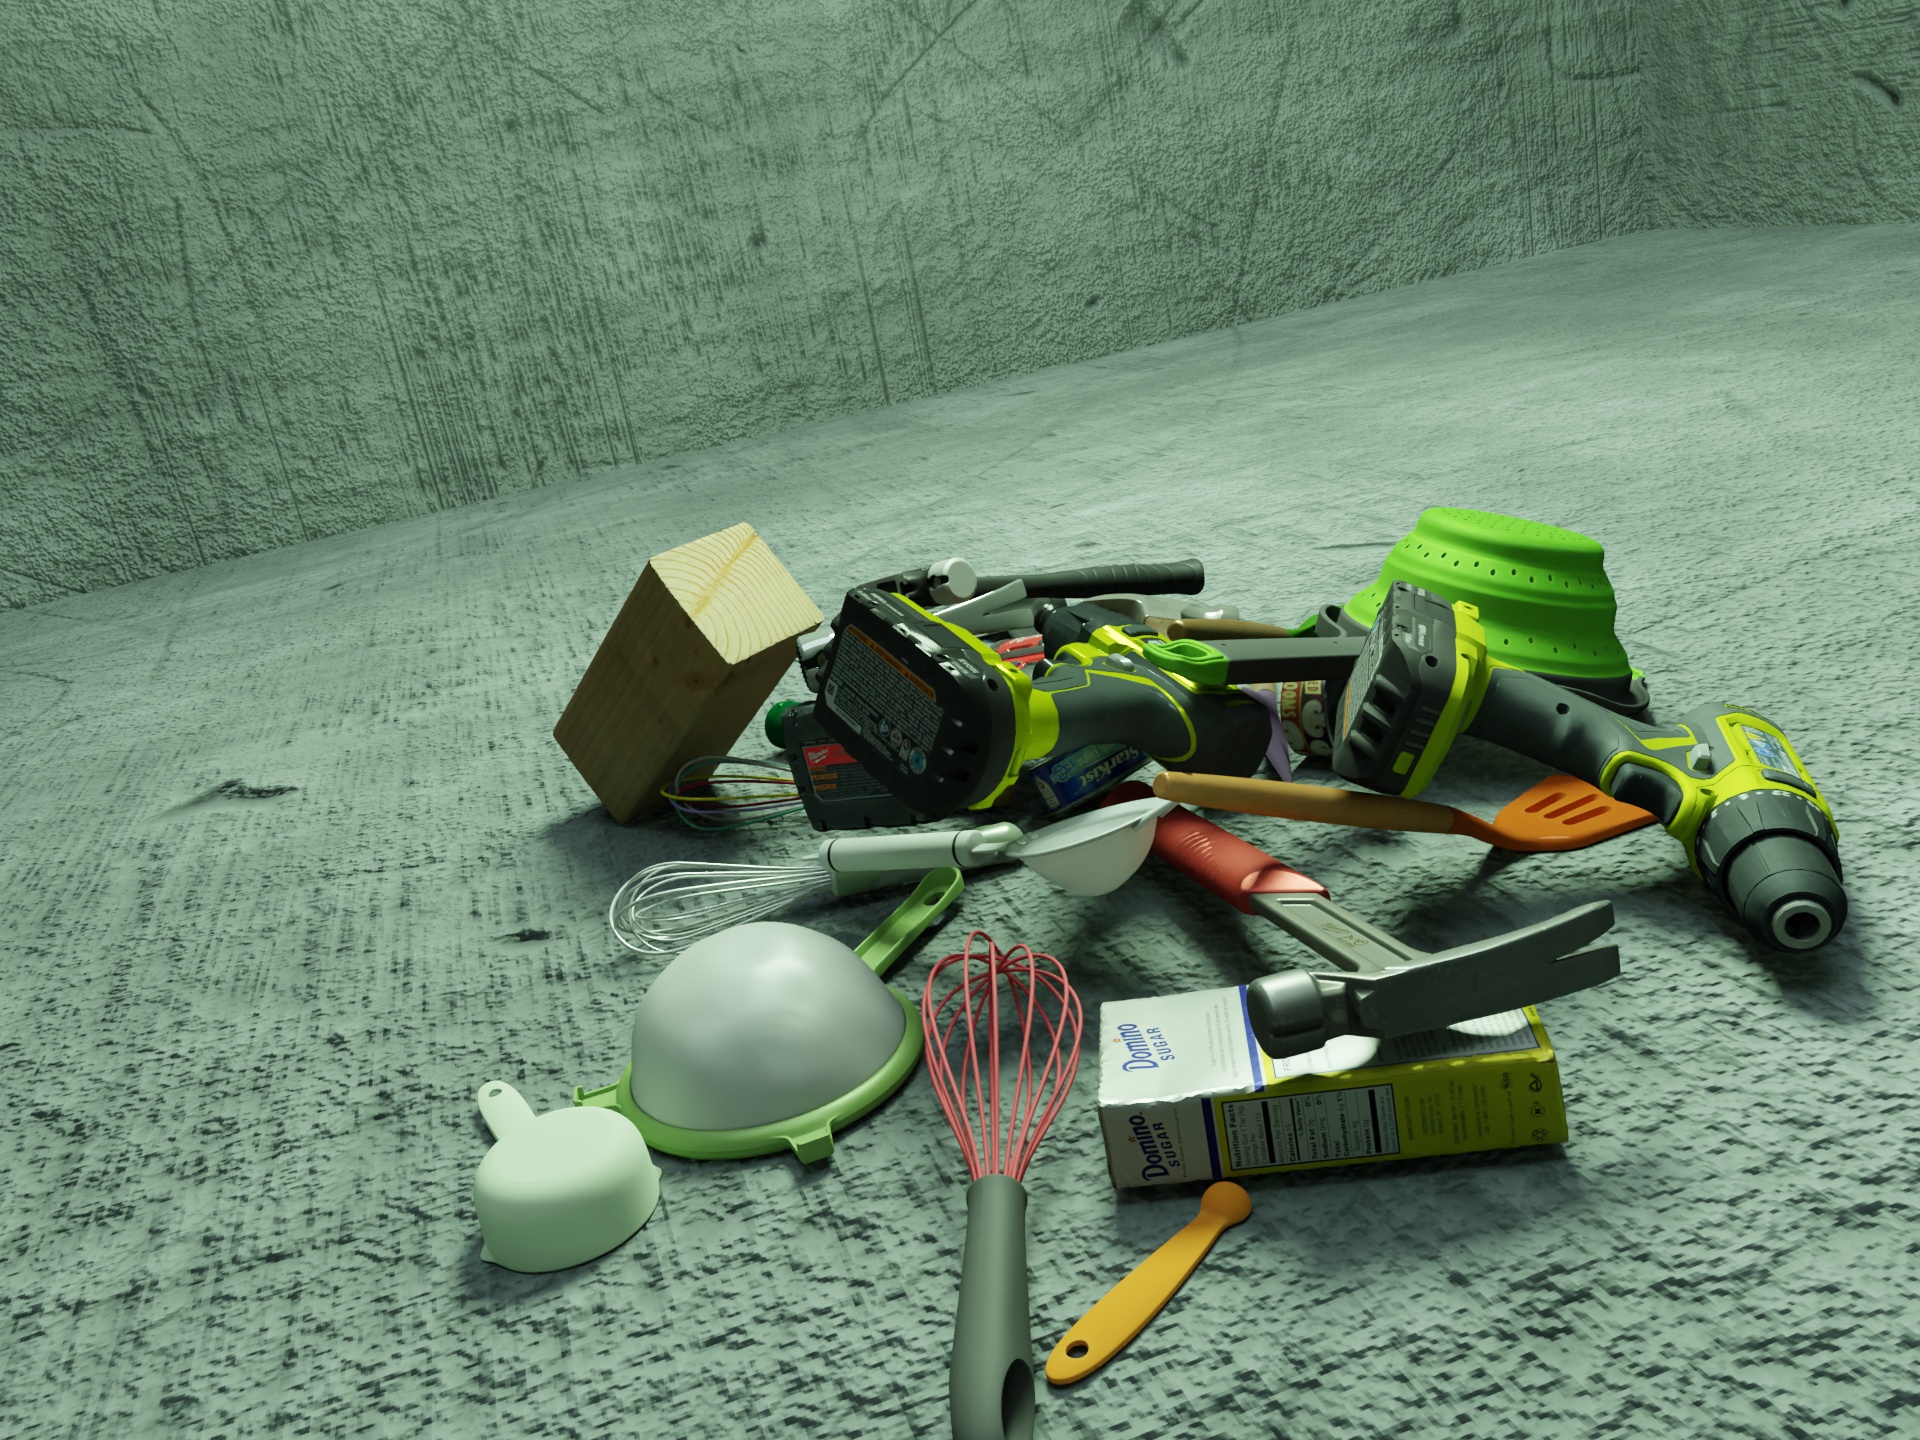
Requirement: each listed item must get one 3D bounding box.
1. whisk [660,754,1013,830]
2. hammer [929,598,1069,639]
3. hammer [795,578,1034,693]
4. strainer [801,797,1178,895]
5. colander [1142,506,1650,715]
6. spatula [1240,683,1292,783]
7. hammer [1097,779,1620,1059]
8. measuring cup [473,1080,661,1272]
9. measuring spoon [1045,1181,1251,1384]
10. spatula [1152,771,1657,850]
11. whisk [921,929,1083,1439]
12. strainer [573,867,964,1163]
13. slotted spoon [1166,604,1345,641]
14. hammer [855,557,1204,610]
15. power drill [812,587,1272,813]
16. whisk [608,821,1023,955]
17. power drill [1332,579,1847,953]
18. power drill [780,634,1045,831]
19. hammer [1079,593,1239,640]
[{"bbox_3d":[-0.086,0.048,1.056,0.245,0.051,0.047,0,-13,16],"label":"whisk"},{"bbox_3d":[0.062,-0.045,1.244,0.127,0.034,0.337,-13,19,-8],"label":"hammer"},{"bbox_3d":[-0.052,-0.052,1.149,0.149,0.036,0.409,-16,2,-8],"label":"hammer"},{"bbox_3d":[0.013,0.068,0.831,0.258,0.050,0.087,-7,9,38],"label":"strainer"},{"bbox_3d":[0.266,-0.073,0.935,0.397,0.094,0.205,-3,21,-37],"label":"colander"},{"bbox_3d":[0.208,-0.023,1.094,0.018,0.059,0.316,-32,9,17],"label":"spatula"},{"bbox_3d":[0.150,0.076,0.770,0.149,0.036,0.359,-12,10,-10],"label":"hammer"},{"bbox_3d":[-0.195,0.187,0.721,0.083,0.038,0.168,-21,24,-27],"label":"measuring cup"},{"bbox_3d":[0.069,0.201,0.579,0.021,0.011,0.117,8,27,43],"label":"measuring spoon"},{"bbox_3d":[0.229,0.039,0.806,0.322,0.041,0.081,8,8,-31],"label":"spatula"},{"bbox_3d":[0.015,0.174,0.622,0.073,0.073,0.296,-9,24,6],"label":"whisk"},{"bbox_3d":[-0.071,0.118,0.803,0.151,0.069,0.256,1,24,32],"label":"strainer"},{"bbox_3d":[0.198,-0.055,1.021,0.070,0.031,0.313,-46,-20,23],"label":"slotted spoon"},{"bbox_3d":[0.070,-0.106,1.262,0.334,0.035,0.146,-7,-1,-39],"label":"hammer"},{"bbox_3d":[0.039,-0.018,0.866,0.223,0.080,0.171,-3,31,-41],"label":"power drill"},{"bbox_3d":[-0.082,0.093,0.930,0.246,0.057,0.059,-11,53,-7],"label":"whisk"},{"bbox_3d":[0.301,0.022,0.759,0.228,0.080,0.191,21,25,6],"label":"power drill"},{"bbox_3d":[-0.002,-0.003,1.003,0.143,0.078,0.219,-7,12,41],"label":"power drill"},{"bbox_3d":[0.152,-0.032,1.107,0.130,0.031,0.331,7,20,-2],"label":"hammer"}]
